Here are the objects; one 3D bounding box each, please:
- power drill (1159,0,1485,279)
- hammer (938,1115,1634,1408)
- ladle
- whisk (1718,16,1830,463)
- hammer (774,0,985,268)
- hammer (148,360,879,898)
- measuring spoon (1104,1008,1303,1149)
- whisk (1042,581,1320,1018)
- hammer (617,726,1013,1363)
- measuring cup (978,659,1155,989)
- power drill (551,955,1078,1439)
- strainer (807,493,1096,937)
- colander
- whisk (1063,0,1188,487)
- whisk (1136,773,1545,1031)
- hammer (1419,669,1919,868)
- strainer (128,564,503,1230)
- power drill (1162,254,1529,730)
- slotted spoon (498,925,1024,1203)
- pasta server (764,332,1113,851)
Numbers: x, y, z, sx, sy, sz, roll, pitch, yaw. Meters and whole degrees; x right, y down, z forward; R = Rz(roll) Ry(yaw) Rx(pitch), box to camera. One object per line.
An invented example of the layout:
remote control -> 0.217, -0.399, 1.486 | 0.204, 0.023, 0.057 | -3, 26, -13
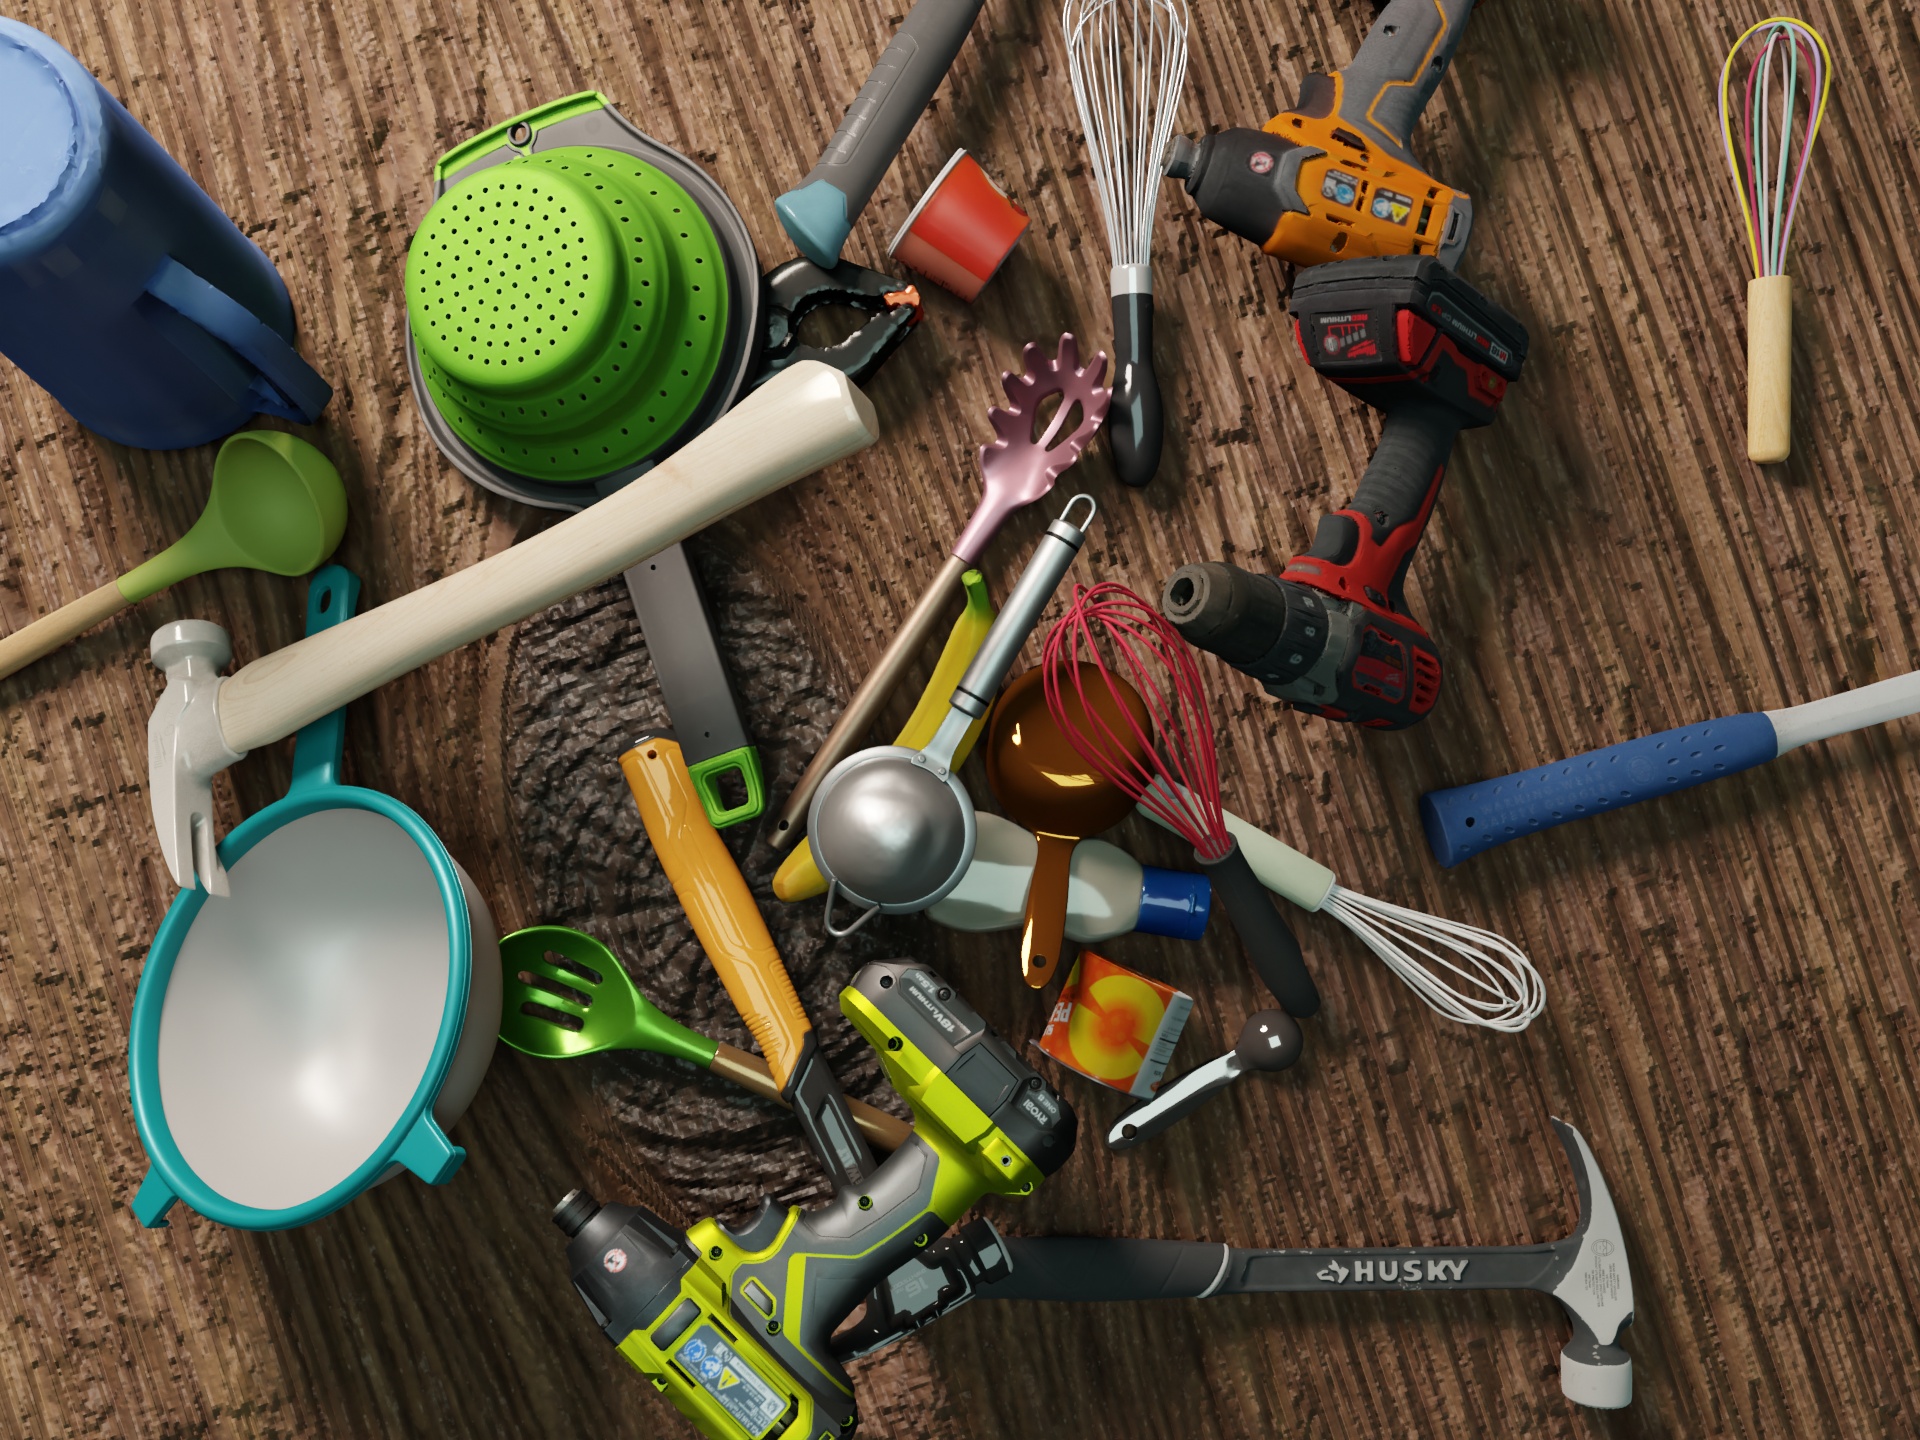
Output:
power drill -> 0.204, -0.349, 0.840 | 0.164, 0.084, 0.226 | 16, 85, -7
hammer -> 0.155, 0.289, 0.850 | 0.409, 0.036, 0.149 | 0, 87, -2
ladle -> -0.465, -0.054, 0.831 | 0.320, 0.062, 0.078 | -29, 99, 0
whisk -> 0.451, -0.265, 0.876 | 0.047, 0.051, 0.245 | 0, 91, -8
hammer -> -0.004, -0.389, 0.854 | 0.128, 0.033, 0.331 | 30, 81, -2
hammer -> -0.220, -0.051, 0.749 | 0.410, 0.038, 0.146 | -23, 65, 17
measuring spoon -> 0.132, 0.198, 0.860 | 0.124, 0.018, 0.034 | -32, 90, -2
whisk -> 0.119, 0.050, 0.793 | 0.073, 0.073, 0.295 | -34, 120, -3
hammer -> -0.102, 0.160, 0.825 | 0.127, 0.034, 0.337 | -25, 82, -13
measuring cup -> 0.051, 0.048, 0.812 | 0.095, 0.052, 0.174 | 9, 61, 3
power drill -> -0.068, 0.226, 0.759 | 0.171, 0.080, 0.223 | 44, 77, 3
strainer -> -0.001, -0.003, 0.795 | 0.087, 0.050, 0.258 | 30, 88, 2
colander -> -0.183, -0.135, 0.798 | 0.204, 0.094, 0.397 | -20, 86, 10
whisk -> 0.091, -0.269, 0.857 | 0.070, 0.070, 0.284 | -2, 93, -2
whisk -> 0.201, 0.097, 0.856 | 0.246, 0.059, 0.058 | 30, 44, 3
hammer -> 0.450, -0.001, 0.870 | 0.405, 0.035, 0.144 | -16, 89, -2
strainer -> -0.308, 0.087, 0.819 | 0.211, 0.095, 0.341 | -14, 66, 21
power drill -> 0.193, -0.117, 0.807 | 0.187, 0.080, 0.227 | 17, 87, -39
slotted spoon -> -0.109, 0.192, 0.849 | 0.313, 0.031, 0.070 | 24, 85, -3
pasta server -> -0.016, -0.065, 0.855 | 0.060, 0.040, 0.316 | 33, 88, 14
